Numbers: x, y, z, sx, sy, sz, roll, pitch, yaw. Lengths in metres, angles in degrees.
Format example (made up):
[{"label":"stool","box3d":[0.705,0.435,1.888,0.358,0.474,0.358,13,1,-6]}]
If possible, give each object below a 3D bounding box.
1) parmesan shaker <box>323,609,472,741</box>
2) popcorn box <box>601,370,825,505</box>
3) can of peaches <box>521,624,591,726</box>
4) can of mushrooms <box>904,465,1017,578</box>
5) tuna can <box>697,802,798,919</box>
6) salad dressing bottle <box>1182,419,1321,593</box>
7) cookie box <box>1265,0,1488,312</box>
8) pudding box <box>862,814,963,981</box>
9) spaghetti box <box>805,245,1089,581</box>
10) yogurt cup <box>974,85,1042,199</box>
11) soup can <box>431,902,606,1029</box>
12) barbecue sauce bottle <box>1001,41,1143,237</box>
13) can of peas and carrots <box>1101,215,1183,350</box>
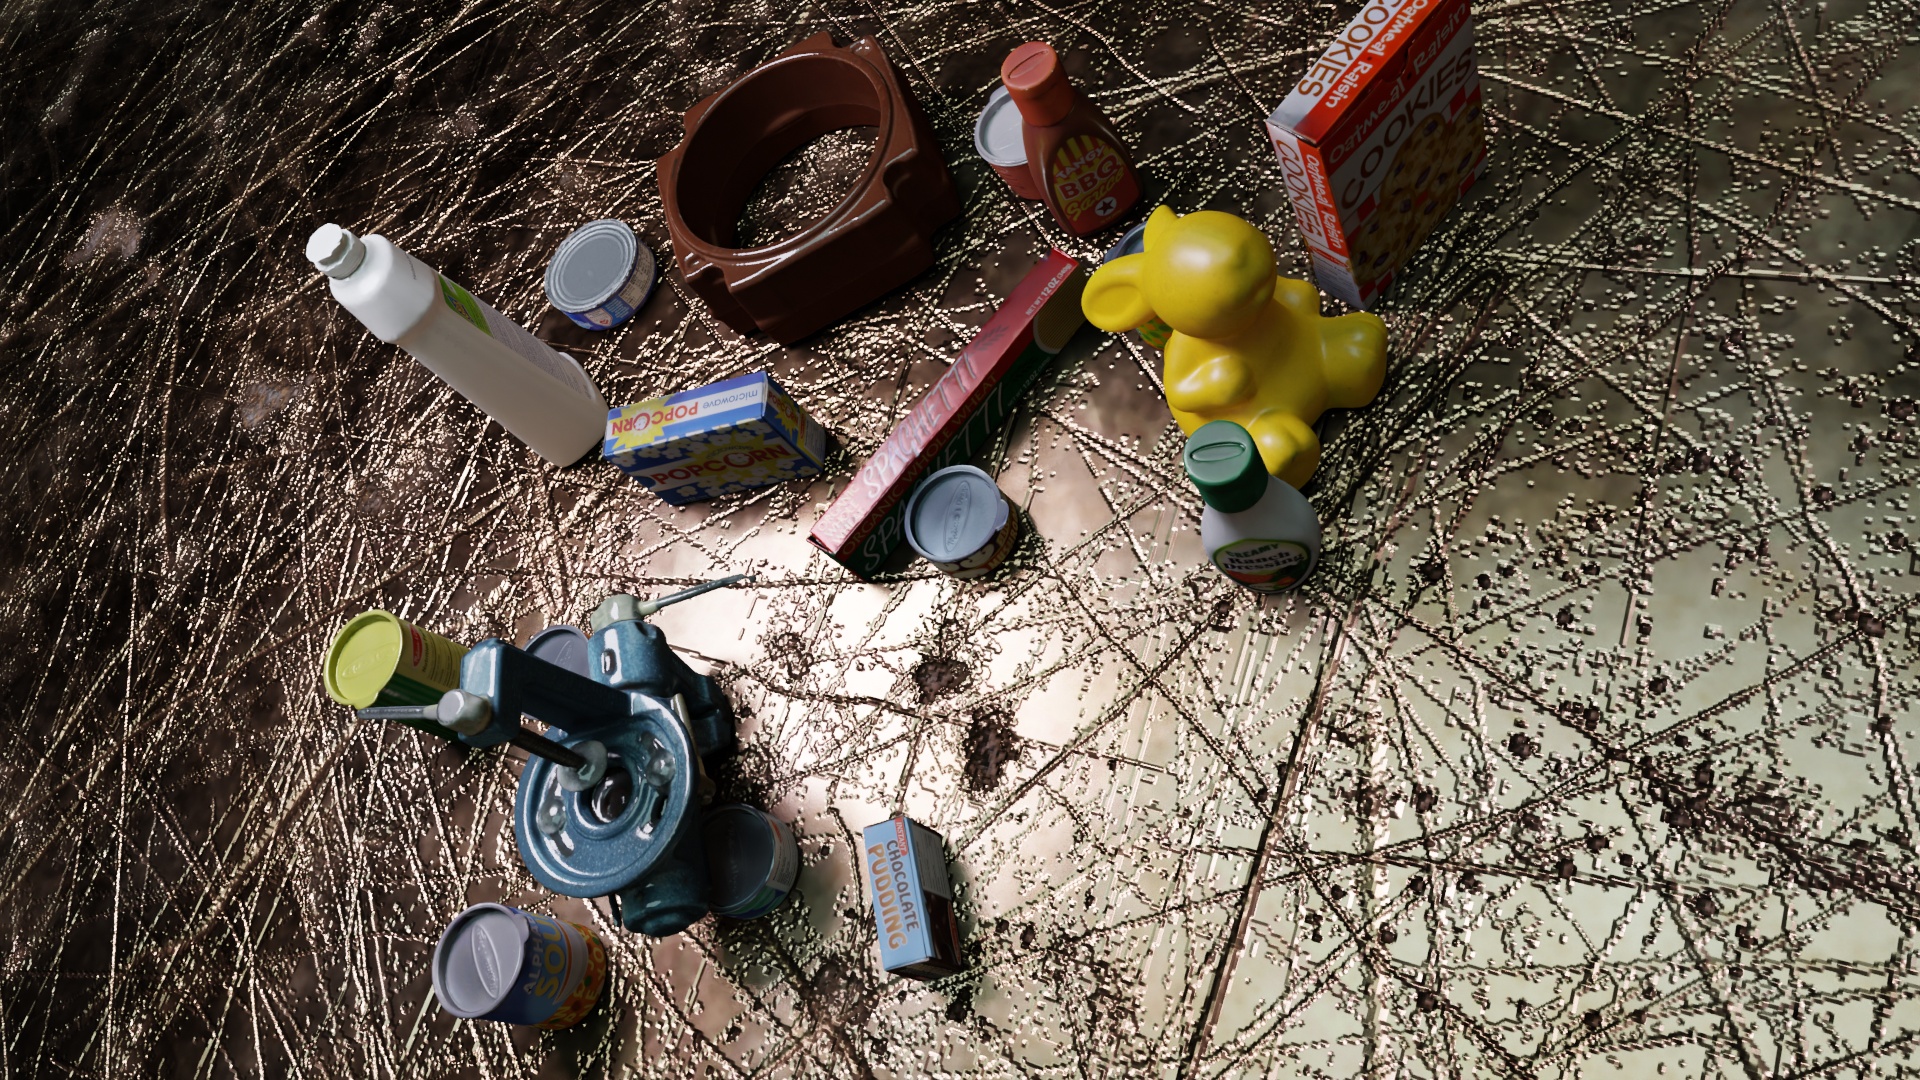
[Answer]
[{"label":"parmesan shaker","box3d":[-0.376,0.098,0.961,0.071,0.103,0.071,-10,64,21]},{"label":"popcorn box","box3d":[-0.168,-0.068,0.954,0.126,0.085,0.038,-11,63,20]},{"label":"can of peaches","box3d":[-0.256,0.097,0.934,0.071,0.058,0.071,-10,64,20]},{"label":"can of mushrooms","box3d":[0.003,-0.011,0.881,0.071,0.033,0.071,-10,64,20]},{"label":"tuna can","box3d":[-0.137,0.197,0.849,0.071,0.032,0.071,-10,64,20]},{"label":"salad dressing bottle","box3d":[0.155,-0.017,0.747,0.064,0.147,0.044,-7,65,22]},{"label":"cookie box","box3d":[0.243,-0.225,0.791,0.040,0.167,0.123,38,87,33]},{"label":"pudding box","box3d":[-0.027,0.203,0.786,0.030,0.049,0.084,-21,60,15]},{"label":"spaghetti box","box3d":[-0.002,-0.081,0.906,0.029,0.050,0.250,38,86,33]},{"label":"yogurt cup","box3d":[0.050,-0.276,0.970,0.072,0.054,0.072,-10,64,20]},{"label":"soup can","box3d":[-0.265,0.260,0.848,0.071,0.083,0.071,-10,64,21]},{"label":"barbecue sauce bottle","box3d":[0.069,-0.259,0.897,0.065,0.148,0.044,-31,58,9]},{"label":"can of peas and carrots","box3d":[0.131,-0.161,0.877,0.071,0.058,0.071,-10,64,20]}]
